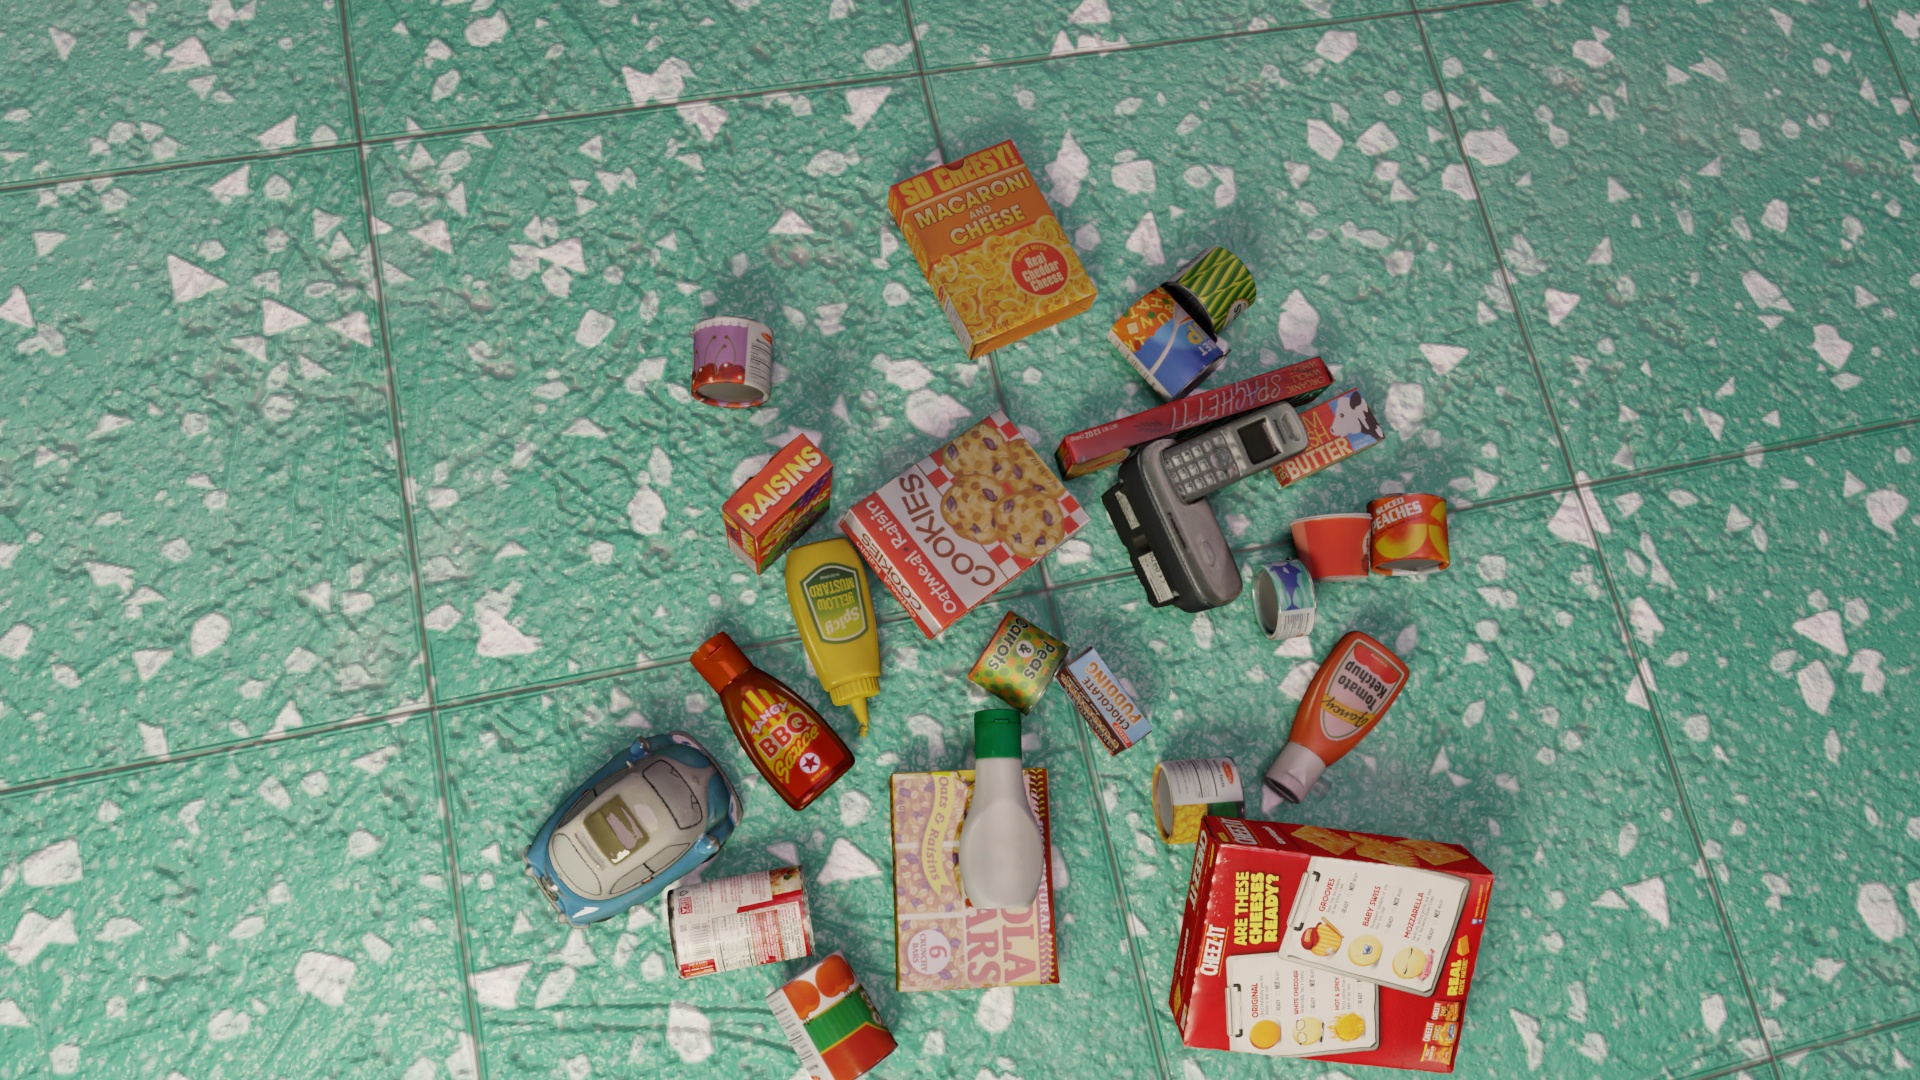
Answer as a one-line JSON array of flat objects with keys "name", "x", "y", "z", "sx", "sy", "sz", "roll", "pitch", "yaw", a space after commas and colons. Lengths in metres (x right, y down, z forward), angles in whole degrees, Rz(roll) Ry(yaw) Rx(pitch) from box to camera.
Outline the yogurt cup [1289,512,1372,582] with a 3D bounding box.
[{"name": "yogurt cup", "x": 0.316, "y": 0.007, "z": 1.179, "sx": 0.072, "sy": 0.072, "sz": 0.054, "roll": -2, "pitch": 83, "yaw": -8}]

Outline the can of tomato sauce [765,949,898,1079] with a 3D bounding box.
[{"name": "can of tomato sauce", "x": -0.094, "y": 0.355, "z": 1.029, "sx": 0.071, "sy": 0.071, "sz": 0.083, "roll": -31, "pitch": 80, "yaw": -14}]

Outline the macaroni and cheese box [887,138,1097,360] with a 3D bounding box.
[{"name": "macaroni and cheese box", "x": 0.027, "y": -0.259, "z": 1.227, "sx": 0.124, "sy": 0.040, "sz": 0.166, "roll": -25, "pitch": 79, "yaw": -14}]

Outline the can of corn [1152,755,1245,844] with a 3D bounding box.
[{"name": "can of corn", "x": 0.188, "y": 0.209, "z": 1.106, "sx": 0.058, "sy": 0.071, "sz": 0.071, "roll": -3, "pitch": 75, "yaw": -7}]

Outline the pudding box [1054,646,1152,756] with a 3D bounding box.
[{"name": "pudding box", "x": 0.115, "y": 0.131, "z": 1.125, "sx": 0.030, "sy": 0.049, "sz": 0.084, "roll": -33, "pitch": 82, "yaw": -16}]

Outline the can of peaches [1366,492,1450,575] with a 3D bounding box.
[{"name": "can of peaches", "x": 0.381, "y": -0.005, "z": 1.187, "sx": 0.071, "sy": 0.071, "sz": 0.058, "roll": 3, "pitch": 75, "yaw": -6}]

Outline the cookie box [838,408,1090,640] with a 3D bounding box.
[{"name": "cookie box", "x": 0.004, "y": -0.014, "z": 1.145, "sx": 0.168, "sy": 0.040, "sz": 0.123, "roll": -35, "pitch": 82, "yaw": -25}]

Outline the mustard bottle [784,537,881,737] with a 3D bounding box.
[{"name": "mustard bottle", "x": -0.095, "y": 0.079, "z": 1.113, "sx": 0.065, "sy": 0.048, "sz": 0.160, "roll": -14, "pitch": 77, "yaw": -15}]

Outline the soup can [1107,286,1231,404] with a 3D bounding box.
[{"name": "soup can", "x": 0.181, "y": -0.170, "z": 1.207, "sx": 0.071, "sy": 0.071, "sz": 0.084, "roll": -39, "pitch": 83, "yaw": -15}]

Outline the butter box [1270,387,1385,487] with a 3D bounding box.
[{"name": "butter box", "x": 0.318, "y": -0.091, "z": 1.226, "sx": 0.104, "sy": 0.024, "sz": 0.053, "roll": -24, "pitch": 80, "yaw": -13}]

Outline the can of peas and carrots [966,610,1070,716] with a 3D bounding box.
[{"name": "can of peas and carrots", "x": 0.047, "y": 0.097, "z": 1.115, "sx": 0.059, "sy": 0.070, "sz": 0.071, "roll": 32, "pitch": 73, "yaw": 3}]

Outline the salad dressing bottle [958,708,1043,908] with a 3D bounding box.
[{"name": "salad dressing bottle", "x": 0.030, "y": 0.204, "z": 1.056, "sx": 0.064, "sy": 0.044, "sz": 0.148, "roll": 1, "pitch": 74, "yaw": -8}]

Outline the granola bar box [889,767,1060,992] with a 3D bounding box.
[{"name": "granola bar box", "x": 0.009, "y": 0.262, "z": 1.081, "sx": 0.124, "sy": 0.039, "sz": 0.166, "roll": -1, "pitch": 75, "yaw": -8}]

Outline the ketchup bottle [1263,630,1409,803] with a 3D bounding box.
[{"name": "ketchup bottle", "x": 0.306, "y": 0.149, "z": 1.148, "sx": 0.065, "sy": 0.043, "sz": 0.149, "roll": 39, "pitch": 74, "yaw": 4}]

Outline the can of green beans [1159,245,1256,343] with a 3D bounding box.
[{"name": "can of green beans", "x": 0.218, "y": -0.217, "z": 1.226, "sx": 0.058, "sy": 0.071, "sz": 0.071, "roll": -40, "pitch": 83, "yaw": -16}]

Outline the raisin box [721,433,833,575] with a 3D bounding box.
[{"name": "raisin box", "x": -0.144, "y": -0.027, "z": 1.098, "sx": 0.040, "sy": 0.123, "sz": 0.086, "roll": 44, "pitch": 75, "yaw": 5}]

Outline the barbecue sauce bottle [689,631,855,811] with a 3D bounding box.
[{"name": "barbecue sauce bottle", "x": -0.152, "y": 0.138, "z": 1.092, "sx": 0.065, "sy": 0.043, "sz": 0.148, "roll": -40, "pitch": 82, "yaw": -14}]

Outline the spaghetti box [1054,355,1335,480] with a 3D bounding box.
[{"name": "spaghetti box", "x": 0.202, "y": -0.106, "z": 1.202, "sx": 0.250, "sy": 0.050, "sz": 0.029, "roll": -18, "pitch": 79, "yaw": -12}]

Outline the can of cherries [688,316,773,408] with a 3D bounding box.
[{"name": "can of cherries", "x": -0.192, "y": -0.147, "z": 1.156, "sx": 0.071, "sy": 0.071, "sz": 0.058, "roll": 1, "pitch": 76, "yaw": -7}]

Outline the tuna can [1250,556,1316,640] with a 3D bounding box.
[{"name": "tuna can", "x": 0.269, "y": 0.047, "z": 1.160, "sx": 0.033, "sy": 0.071, "sz": 0.071, "roll": -7, "pitch": 76, "yaw": -8}]
